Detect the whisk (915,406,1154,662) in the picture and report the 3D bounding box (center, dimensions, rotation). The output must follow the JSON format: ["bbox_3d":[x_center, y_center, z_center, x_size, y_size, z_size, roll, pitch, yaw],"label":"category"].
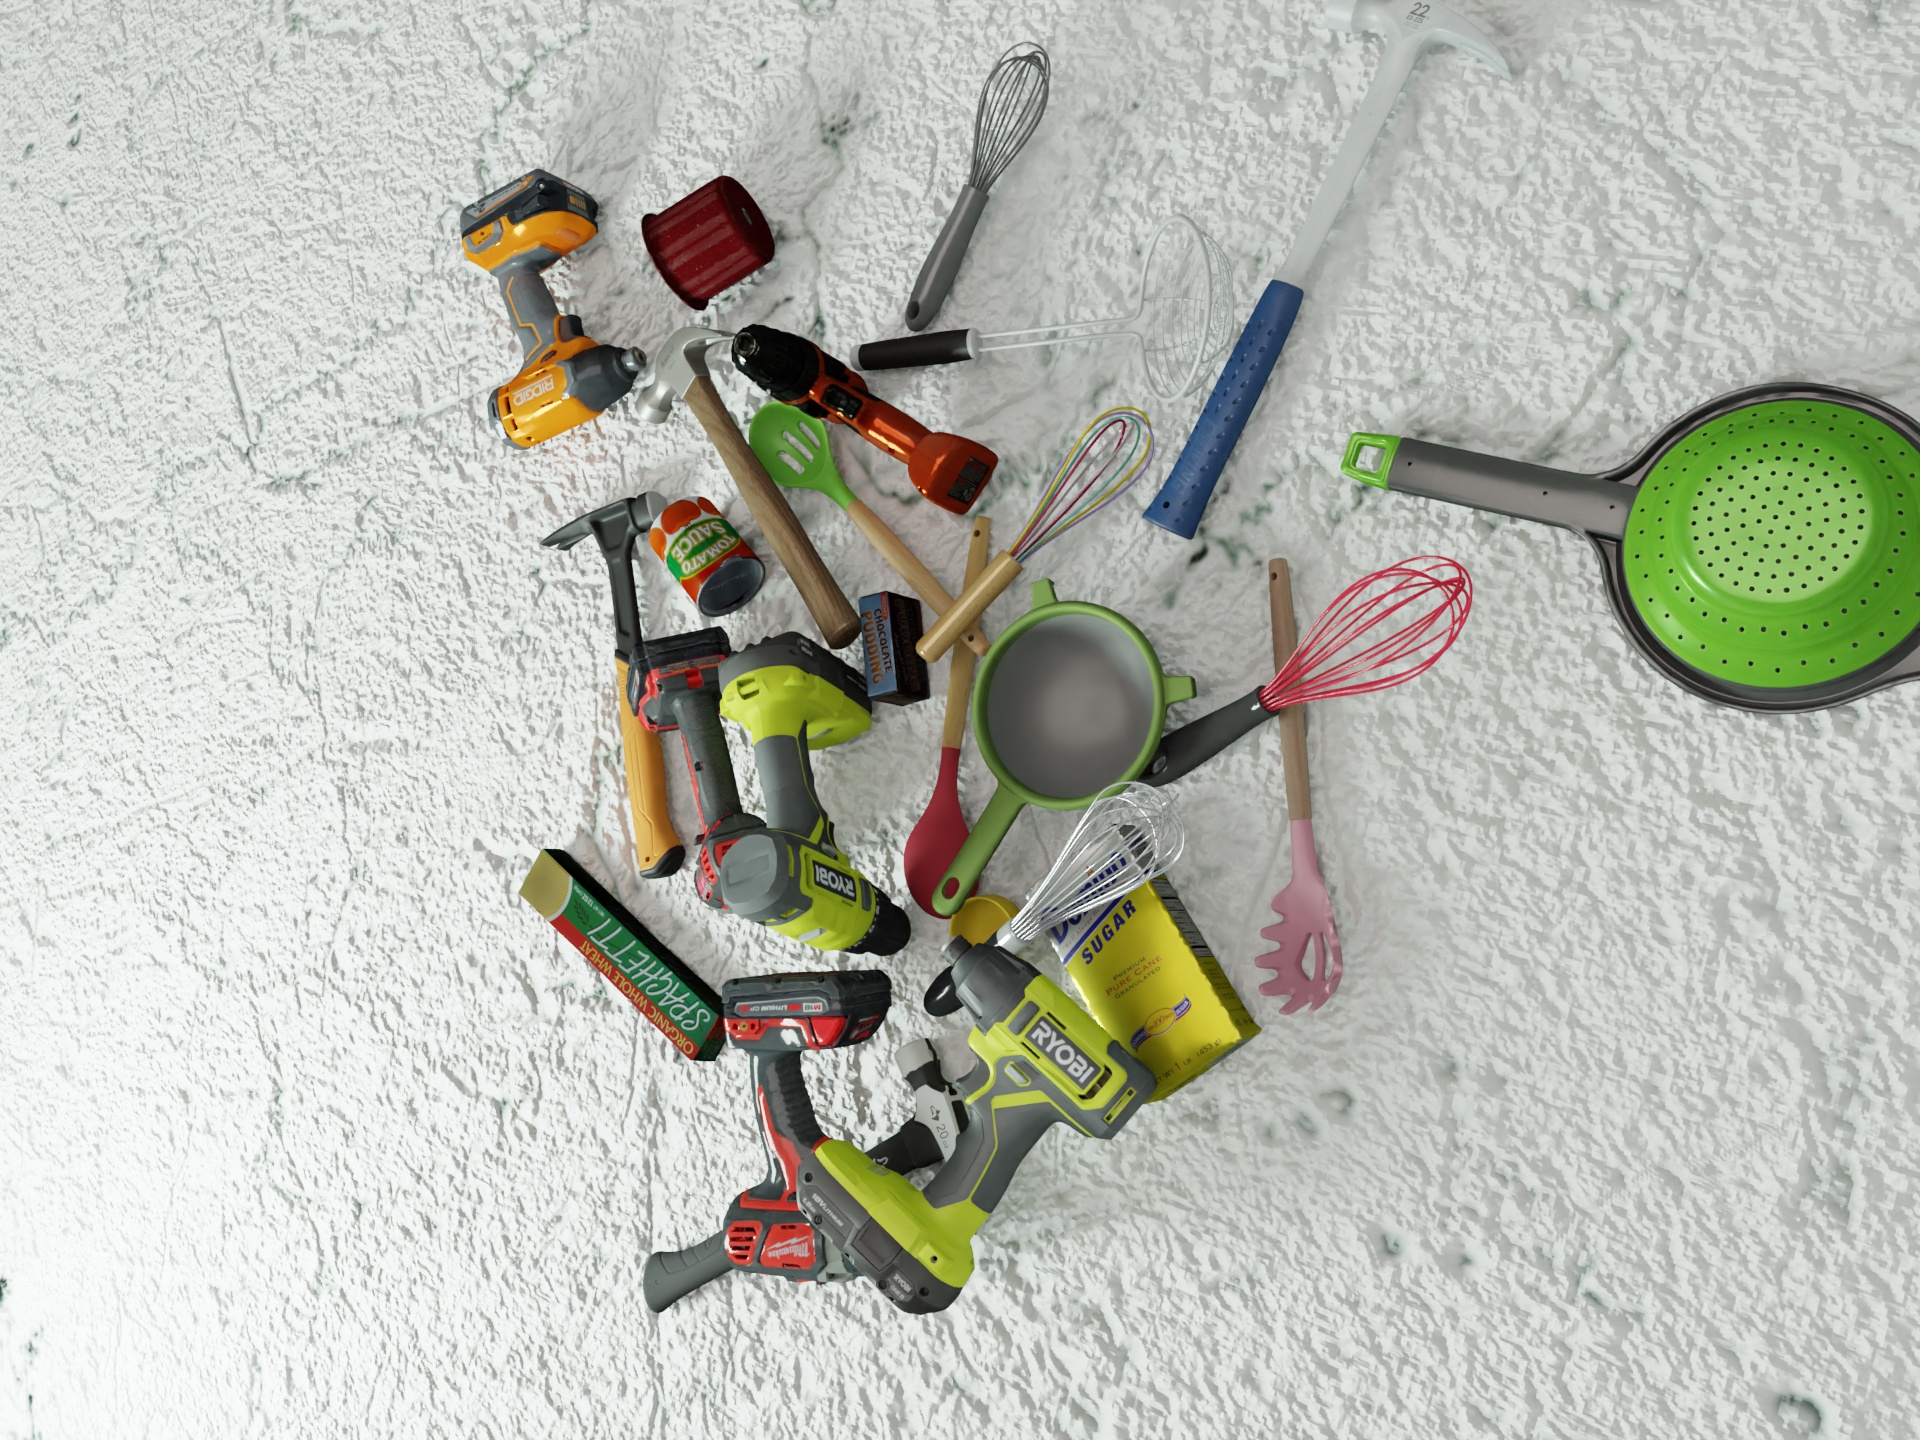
[{"bbox_3d":[0.052,-0.140,1.190,0.245,0.047,0.051,-47,58,5],"label":"whisk"}]

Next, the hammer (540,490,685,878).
[{"bbox_3d":[-0.292,-0.026,1.392,0.127,0.034,0.337,-17,76,26],"label":"hammer"}]

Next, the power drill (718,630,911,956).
[{"bbox_3d":[-0.109,0.065,1.211,0.080,0.190,0.229,-22,59,24],"label":"power drill"}]

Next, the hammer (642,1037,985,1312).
[{"bbox_3d":[-0.124,0.388,1.246,0.334,0.035,0.146,-34,68,22],"label":"hammer"}]

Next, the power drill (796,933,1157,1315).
[{"bbox_3d":[0.000,0.271,1.085,0.171,0.080,0.223,41,89,14],"label":"power drill"}]

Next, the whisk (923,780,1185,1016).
[{"bbox_3d":[0.058,0.134,1.117,0.284,0.070,0.070,-46,64,36],"label":"whisk"}]

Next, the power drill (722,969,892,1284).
[{"bbox_3d":[-0.091,0.301,1.177,0.188,0.080,0.227,-6,83,25],"label":"power drill"}]

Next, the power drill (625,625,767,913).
[{"bbox_3d":[-0.205,0.048,1.287,0.078,0.143,0.220,-13,73,-19],"label":"power drill"}]

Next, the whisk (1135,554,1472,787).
[{"bbox_3d":[0.220,-0.022,1.062,0.296,0.073,0.073,-35,67,42],"label":"whisk"}]

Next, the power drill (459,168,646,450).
[{"bbox_3d":[-0.369,-0.379,1.457,0.164,0.084,0.226,-17,80,26],"label":"power drill"}]

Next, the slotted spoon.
[{"bbox_3d":[-0.073,-0.155,1.280,0.070,0.031,0.314,-51,60,16],"label":"slotted spoon"}]

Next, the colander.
[{"bbox_3d":[0.414,-0.133,0.976,0.397,0.094,0.204,19,93,30],"label":"colander"}]

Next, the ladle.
[{"bbox_3d":[-0.002,-0.004,1.234,0.069,0.031,0.315,4,84,30],"label":"ladle"}]

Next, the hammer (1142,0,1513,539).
[{"bbox_3d":[0.242,-0.317,1.130,0.144,0.035,0.405,30,98,29],"label":"hammer"}]

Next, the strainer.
[{"bbox_3d":[0.062,0.036,1.167,0.152,0.069,0.256,37,103,26],"label":"strainer"}]

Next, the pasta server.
[{"bbox_3d":[0.227,0.041,1.092,0.060,0.040,0.316,-12,76,42],"label":"pasta server"}]

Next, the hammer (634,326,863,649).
[{"bbox_3d":[-0.168,-0.196,1.316,0.130,0.031,0.332,-50,62,36],"label":"hammer"}]

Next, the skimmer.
[{"bbox_3d":[0.044,-0.292,1.189,0.363,0.090,0.127,3,97,35],"label":"skimmer"}]

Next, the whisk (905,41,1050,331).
[{"bbox_3d":[0.010,-0.423,1.269,0.055,0.055,0.239,33,104,28],"label":"whisk"}]

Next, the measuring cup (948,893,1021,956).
[{"bbox_3d":[0.038,0.205,1.190,0.062,0.029,0.156,-20,86,30],"label":"measuring cup"}]
